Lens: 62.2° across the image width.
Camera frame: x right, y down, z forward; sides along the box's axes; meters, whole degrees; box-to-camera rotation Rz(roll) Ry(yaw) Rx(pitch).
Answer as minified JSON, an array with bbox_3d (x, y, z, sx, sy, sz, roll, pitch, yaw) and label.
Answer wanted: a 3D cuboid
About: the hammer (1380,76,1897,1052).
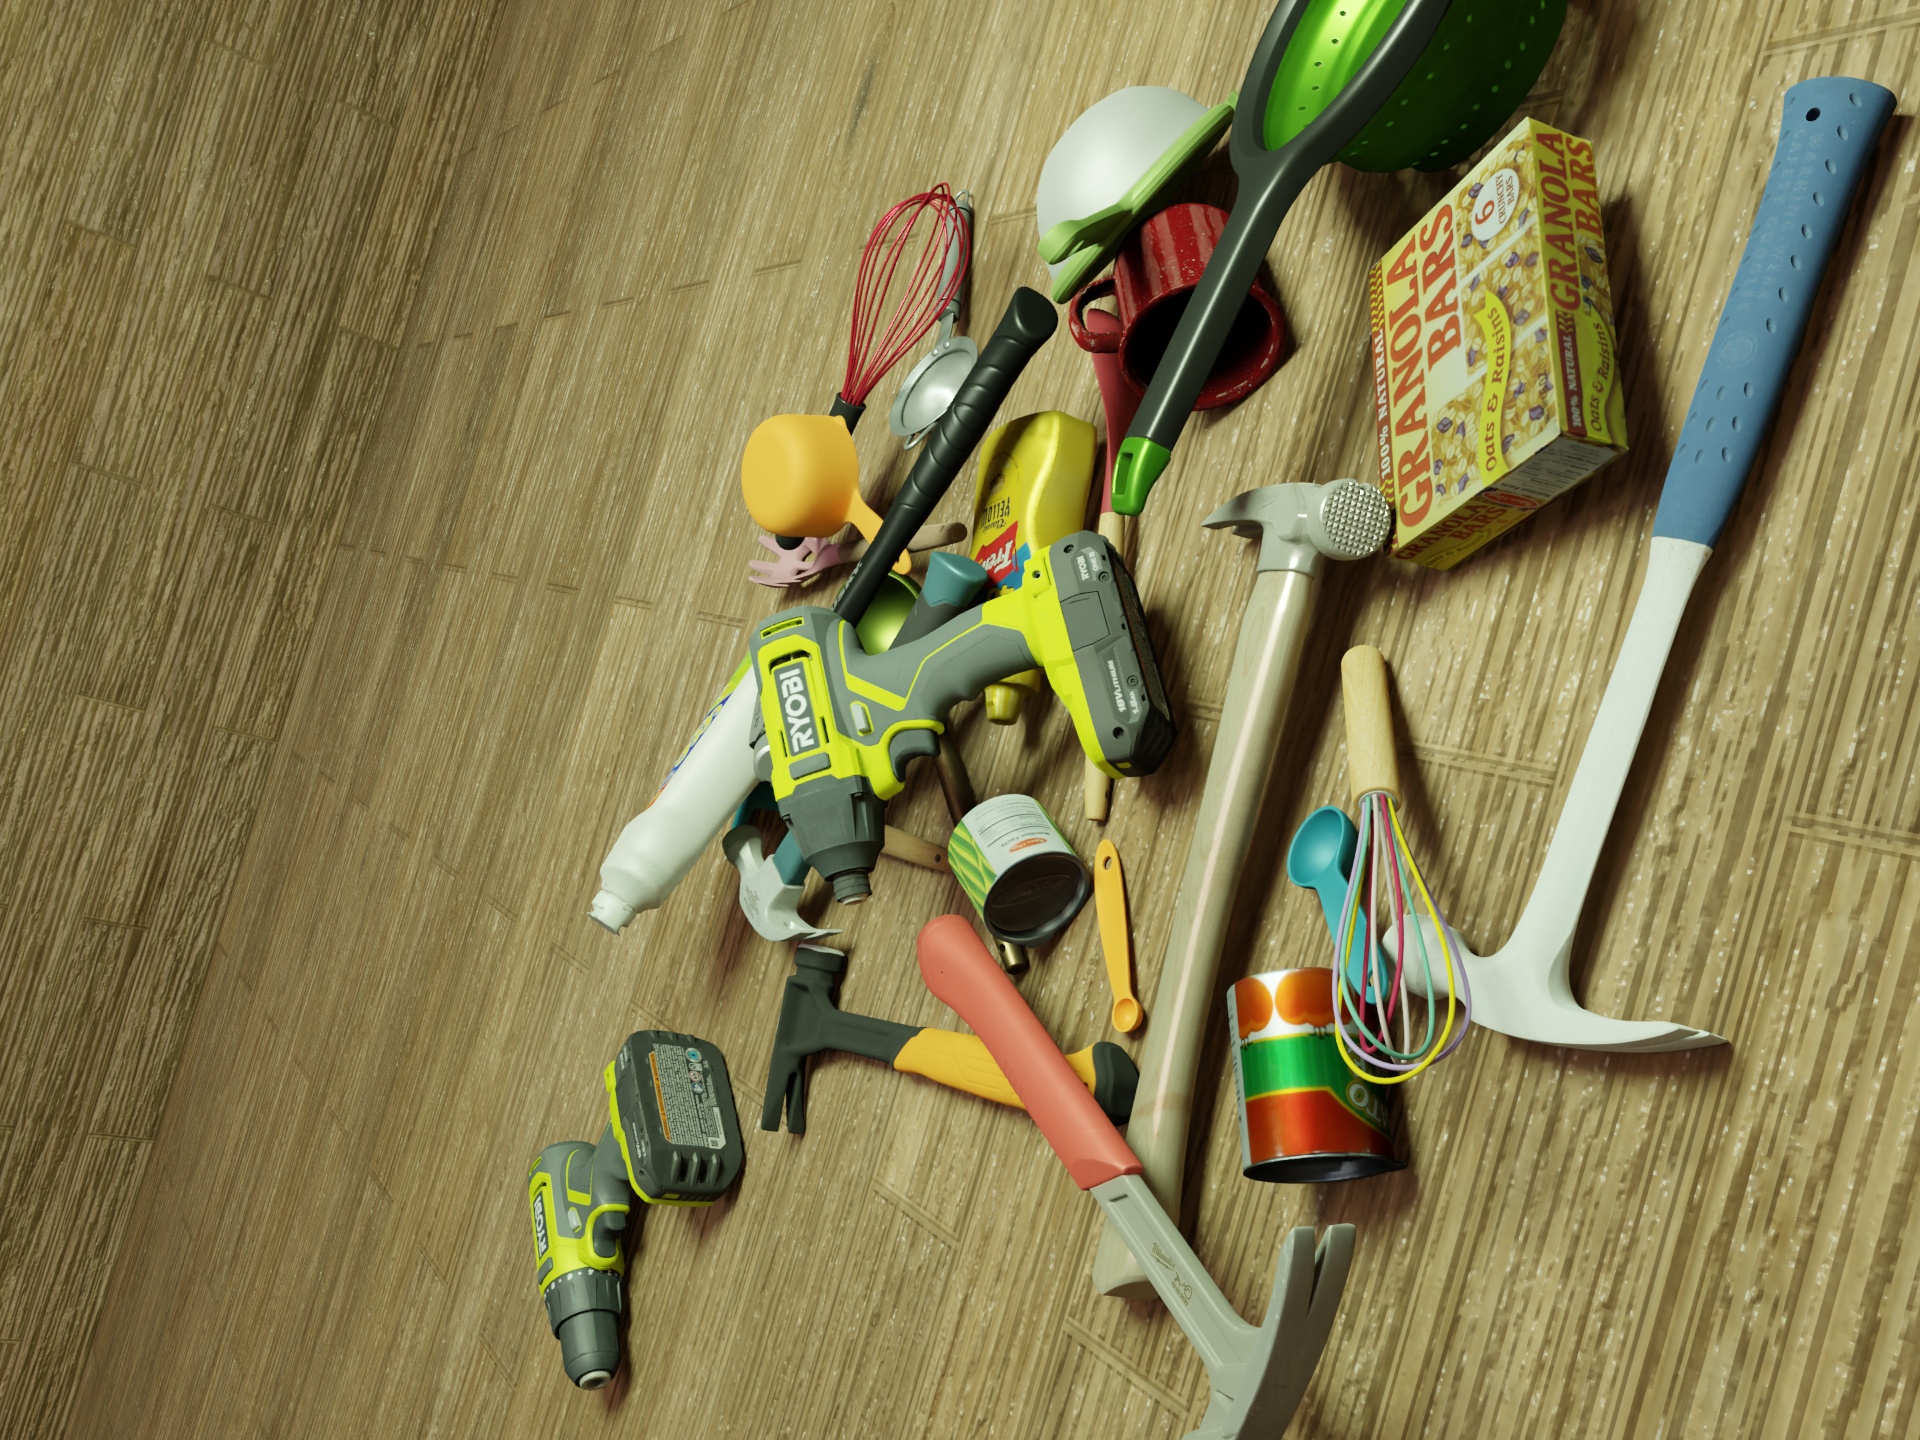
[{"bbox_3d":[0.295,-0.060,0.644,0.144,0.035,0.405,21,93,56],"label":"hammer"}]

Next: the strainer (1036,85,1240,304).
[{"bbox_3d":[0.072,-0.306,0.908,0.151,0.069,0.256,-44,3,31],"label":"strainer"}]

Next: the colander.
[{"bbox_3d":[0.194,-0.268,0.791,0.397,0.094,0.205,-65,17,2],"label":"colander"}]

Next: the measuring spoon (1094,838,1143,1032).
[{"bbox_3d":[0.088,0.118,0.878,0.021,0.011,0.117,-38,44,39],"label":"measuring spoon"}]

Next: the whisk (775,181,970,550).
[{"bbox_3d":[-0.071,-0.248,1.145,0.295,0.073,0.073,-61,35,26],"label":"whisk"}]

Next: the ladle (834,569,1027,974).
[{"bbox_3d":[-0.018,0.025,1.025,0.078,0.062,0.321,-50,43,33],"label":"ladle"}]

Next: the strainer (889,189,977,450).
[{"bbox_3d":[-0.007,-0.293,1.165,0.087,0.050,0.259,-20,54,40],"label":"strainer"}]

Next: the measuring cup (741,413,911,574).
[{"bbox_3d":[-0.096,-0.149,1.099,0.174,0.052,0.095,48,128,40],"label":"measuring cup"}]

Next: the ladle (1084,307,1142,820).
[{"bbox_3d":[0.088,-0.097,0.944,0.031,0.069,0.315,-2,78,26],"label":"ladle"}]

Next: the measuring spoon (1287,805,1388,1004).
[{"bbox_3d":[0.180,0.087,0.726,0.042,0.021,0.129,-56,21,26],"label":"measuring spoon"}]

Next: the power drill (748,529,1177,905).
[{"bbox_3d":[-0.001,-0.003,0.892,0.223,0.080,0.171,-18,72,15],"label":"power drill"}]

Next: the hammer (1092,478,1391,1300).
[{"bbox_3d":[0.122,0.084,0.804,0.146,0.038,0.410,-167,90,-74],"label":"hammer"}]

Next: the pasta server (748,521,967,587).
[{"bbox_3d":[-0.079,-0.127,1.160,0.316,0.040,0.060,3,71,63],"label":"pasta server"}]

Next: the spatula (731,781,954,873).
[{"bbox_3d":[-0.091,0.069,1.136,0.318,0.044,0.082,14,86,51],"label":"spatula"}]

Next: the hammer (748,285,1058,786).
[{"bbox_3d":[-0.040,-0.121,0.998,0.334,0.035,0.146,-56,18,19],"label":"hammer"}]

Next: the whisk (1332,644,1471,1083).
[{"bbox_3d":[0.180,0.053,0.695,0.245,0.051,0.047,-80,13,-46],"label":"whisk"}]

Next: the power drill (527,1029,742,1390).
[{"bbox_3d":[-0.250,0.360,1.181,0.228,0.080,0.191,-54,38,28],"label":"power drill"}]

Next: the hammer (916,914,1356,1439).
[{"bbox_3d":[0.059,0.192,0.775,0.359,0.036,0.149,49,128,56],"label":"hammer"}]

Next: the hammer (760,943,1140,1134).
[{"bbox_3d":[-0.017,0.209,0.958,0.337,0.034,0.127,-4,71,53],"label":"hammer"}]

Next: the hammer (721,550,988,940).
[{"bbox_3d":[-0.070,0.021,1.044,0.331,0.033,0.128,-58,44,32],"label":"hammer"}]
